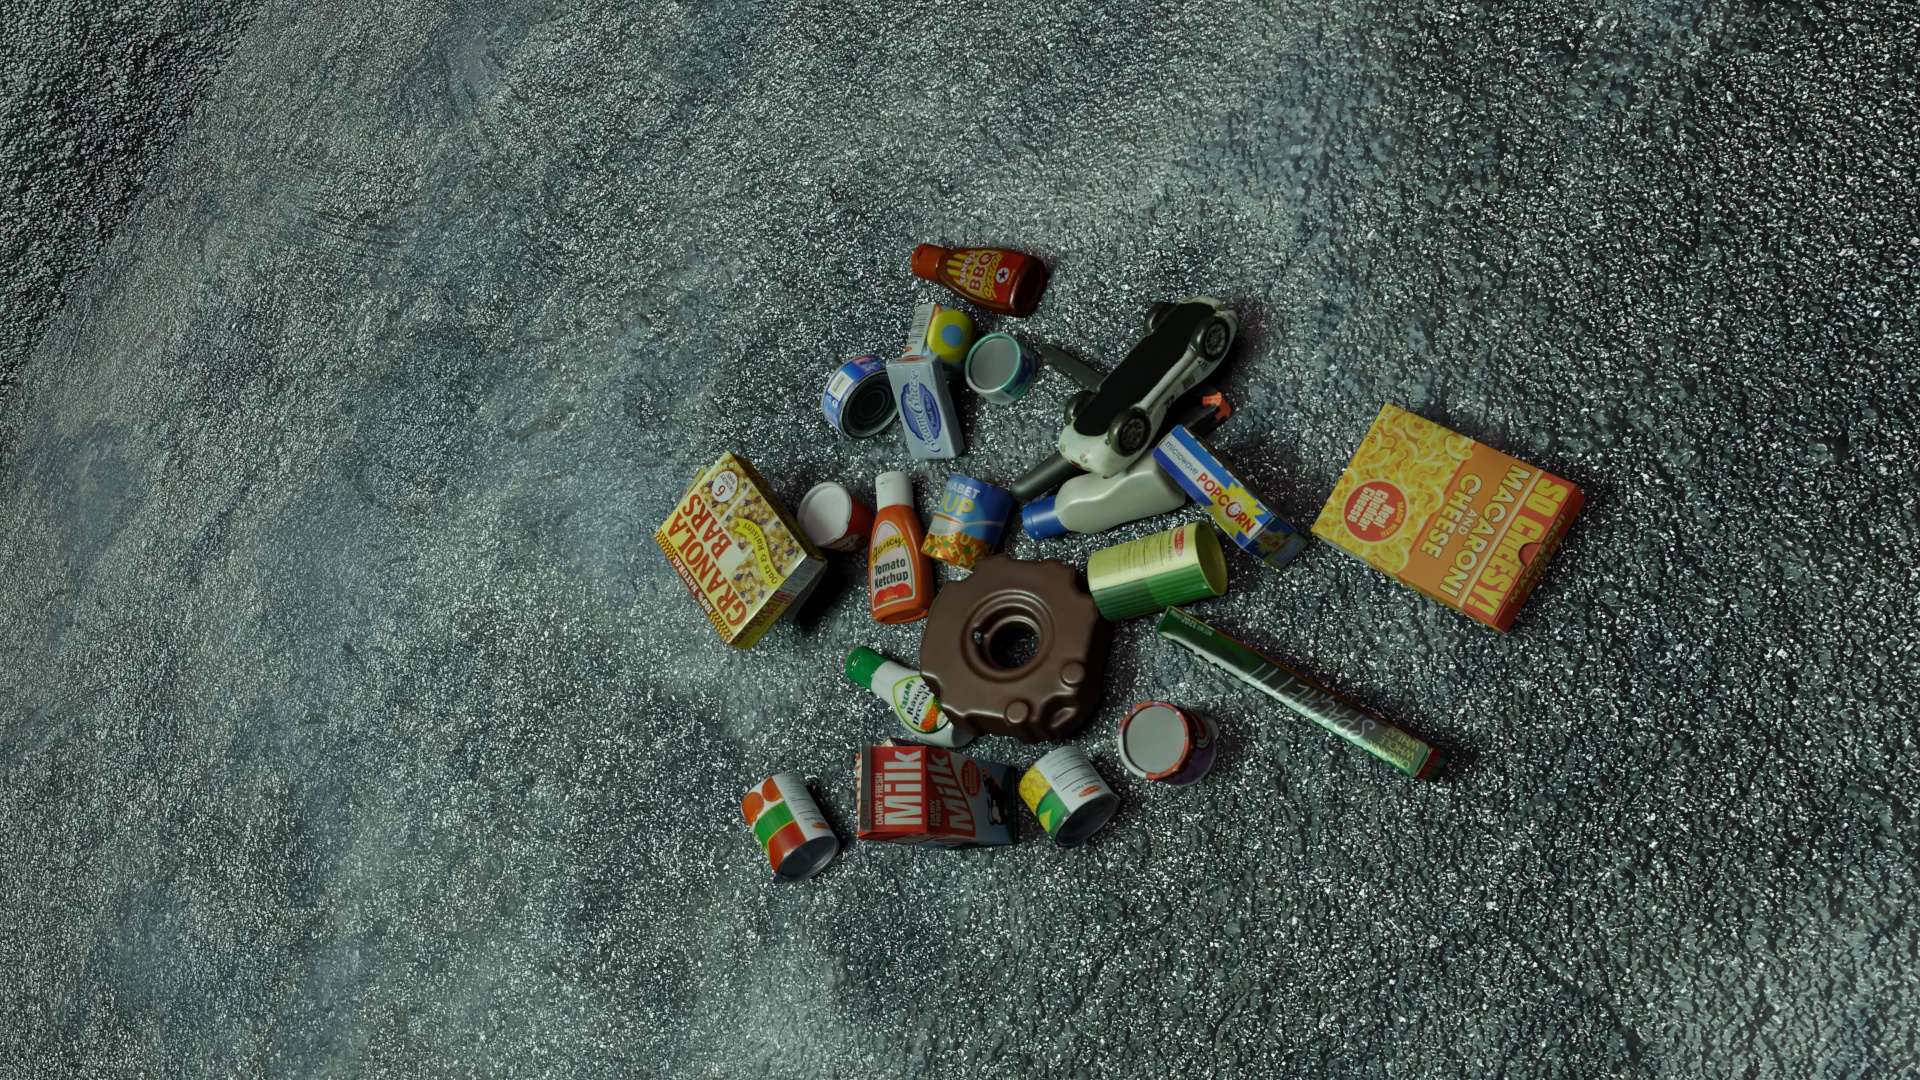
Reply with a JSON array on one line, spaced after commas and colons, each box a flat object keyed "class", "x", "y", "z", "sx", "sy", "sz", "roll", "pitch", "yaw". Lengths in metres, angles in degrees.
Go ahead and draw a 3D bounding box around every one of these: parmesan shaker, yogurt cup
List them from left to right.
[{"class": "yogurt cup", "x": -0.125, "y": -0.021, "z": 1.417, "sx": 0.072, "sy": 0.054, "sz": 0.072, "roll": -11, "pitch": 69, "yaw": 30}, {"class": "parmesan shaker", "x": 0.171, "y": 0.026, "z": 1.203, "sx": 0.103, "sy": 0.071, "sz": 0.071, "roll": -17, "pitch": 66, "yaw": 29}]

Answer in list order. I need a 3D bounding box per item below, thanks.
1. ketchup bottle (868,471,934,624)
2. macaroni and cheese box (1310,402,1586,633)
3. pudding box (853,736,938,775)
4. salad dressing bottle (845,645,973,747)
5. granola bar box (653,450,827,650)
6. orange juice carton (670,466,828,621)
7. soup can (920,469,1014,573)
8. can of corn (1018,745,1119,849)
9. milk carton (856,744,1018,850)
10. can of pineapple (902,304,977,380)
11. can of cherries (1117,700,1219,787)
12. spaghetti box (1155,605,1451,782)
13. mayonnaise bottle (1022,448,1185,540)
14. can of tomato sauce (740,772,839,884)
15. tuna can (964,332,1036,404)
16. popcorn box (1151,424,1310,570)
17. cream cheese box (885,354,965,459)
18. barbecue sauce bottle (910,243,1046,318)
[{"class": "ketchup bottle", "x": -0.061, "y": 0.006, "z": 1.374, "sx": 0.064, "sy": 0.043, "sz": 0.149, "roll": -17, "pitch": 65, "yaw": 28}, {"class": "macaroni and cheese box", "x": 0.381, "y": -0.020, "z": 1.095, "sx": 0.167, "sy": 0.040, "sz": 0.123, "roll": 32, "pitch": 94, "yaw": 36}, {"class": "pudding box", "x": -0.053, "y": 0.209, "z": 1.276, "sx": 0.049, "sy": 0.083, "sz": 0.030, "roll": -44, "pitch": 59, "yaw": 13}, {"class": "salad dressing bottle", "x": -0.047, "y": 0.145, "z": 1.317, "sx": 0.148, "sy": 0.044, "sz": 0.064, "roll": 25, "pitch": 86, "yaw": 36}, {"class": "granola bar box", "x": -0.222, "y": 0.009, "z": 1.389, "sx": 0.124, "sy": 0.039, "sz": 0.166, "roll": -48, "pitch": 57, "yaw": 11}, {"class": "orange juice carton", "x": -0.213, "y": 0.006, "z": 1.455, "sx": 0.193, "sy": 0.073, "sz": 0.071, "roll": 38, "pitch": 97, "yaw": 35}, {"class": "soup can", "x": 0.005, "y": -0.017, "z": 1.321, "sx": 0.071, "sy": 0.071, "sz": 0.084, "roll": 19, "pitch": 86, "yaw": 36}, {"class": "can of corn", "x": 0.092, "y": 0.220, "z": 1.190, "sx": 0.071, "sy": 0.071, "sz": 0.058, "roll": -47, "pitch": 55, "yaw": 12}, {"class": "milk carton", "x": -0.029, "y": 0.221, "z": 1.189, "sx": 0.073, "sy": 0.190, "sz": 0.072, "roll": -13, "pitch": 68, "yaw": 30}, {"class": "can of pineapple", "x": -0.019, "y": -0.199, "z": 1.403, "sx": 0.071, "sy": 0.071, "sz": 0.058, "roll": 8, "pitch": 79, "yaw": 35}, {"class": "can of cherries", "x": 0.174, "y": 0.167, "z": 1.156, "sx": 0.071, "sy": 0.058, "sz": 0.071, "roll": -11, "pitch": 69, "yaw": 31}, {"class": "spaghetti box", "x": 0.269, "y": 0.120, "z": 1.115, "sx": 0.250, "sy": 0.050, "sz": 0.028, "roll": 30, "pitch": 94, "yaw": 36}, {"class": "mayonnaise bottle", "x": 0.126, "y": -0.037, "z": 1.256, "sx": 0.148, "sy": 0.064, "sz": 0.041, "roll": -18, "pitch": 48, "yaw": 32}, {"class": "can of tomato sauce", "x": -0.166, "y": 0.277, "z": 1.337, "sx": 0.071, "sy": 0.071, "sz": 0.083, "roll": -47, "pitch": 55, "yaw": 12}, {"class": "tuna can", "x": 0.040, "y": -0.173, "z": 1.374, "sx": 0.071, "sy": 0.033, "sz": 0.071, "roll": -11, "pitch": 69, "yaw": 30}, {"class": "popcorn box", "x": 0.227, "y": -0.037, "z": 1.173, "sx": 0.038, "sy": 0.085, "sz": 0.127, "roll": -47, "pitch": 56, "yaw": 13}, {"class": "cream cheese box", "x": -0.034, "y": -0.131, "z": 1.376, "sx": 0.053, "sy": 0.024, "sz": 0.103, "roll": 0, "pitch": 117, "yaw": 32}, {"class": "barbecue sauce bottle", "x": 0.014, "y": -0.272, "z": 1.417, "sx": 0.149, "sy": 0.043, "sz": 0.065, "roll": 23, "pitch": 89, "yaw": 37}]
